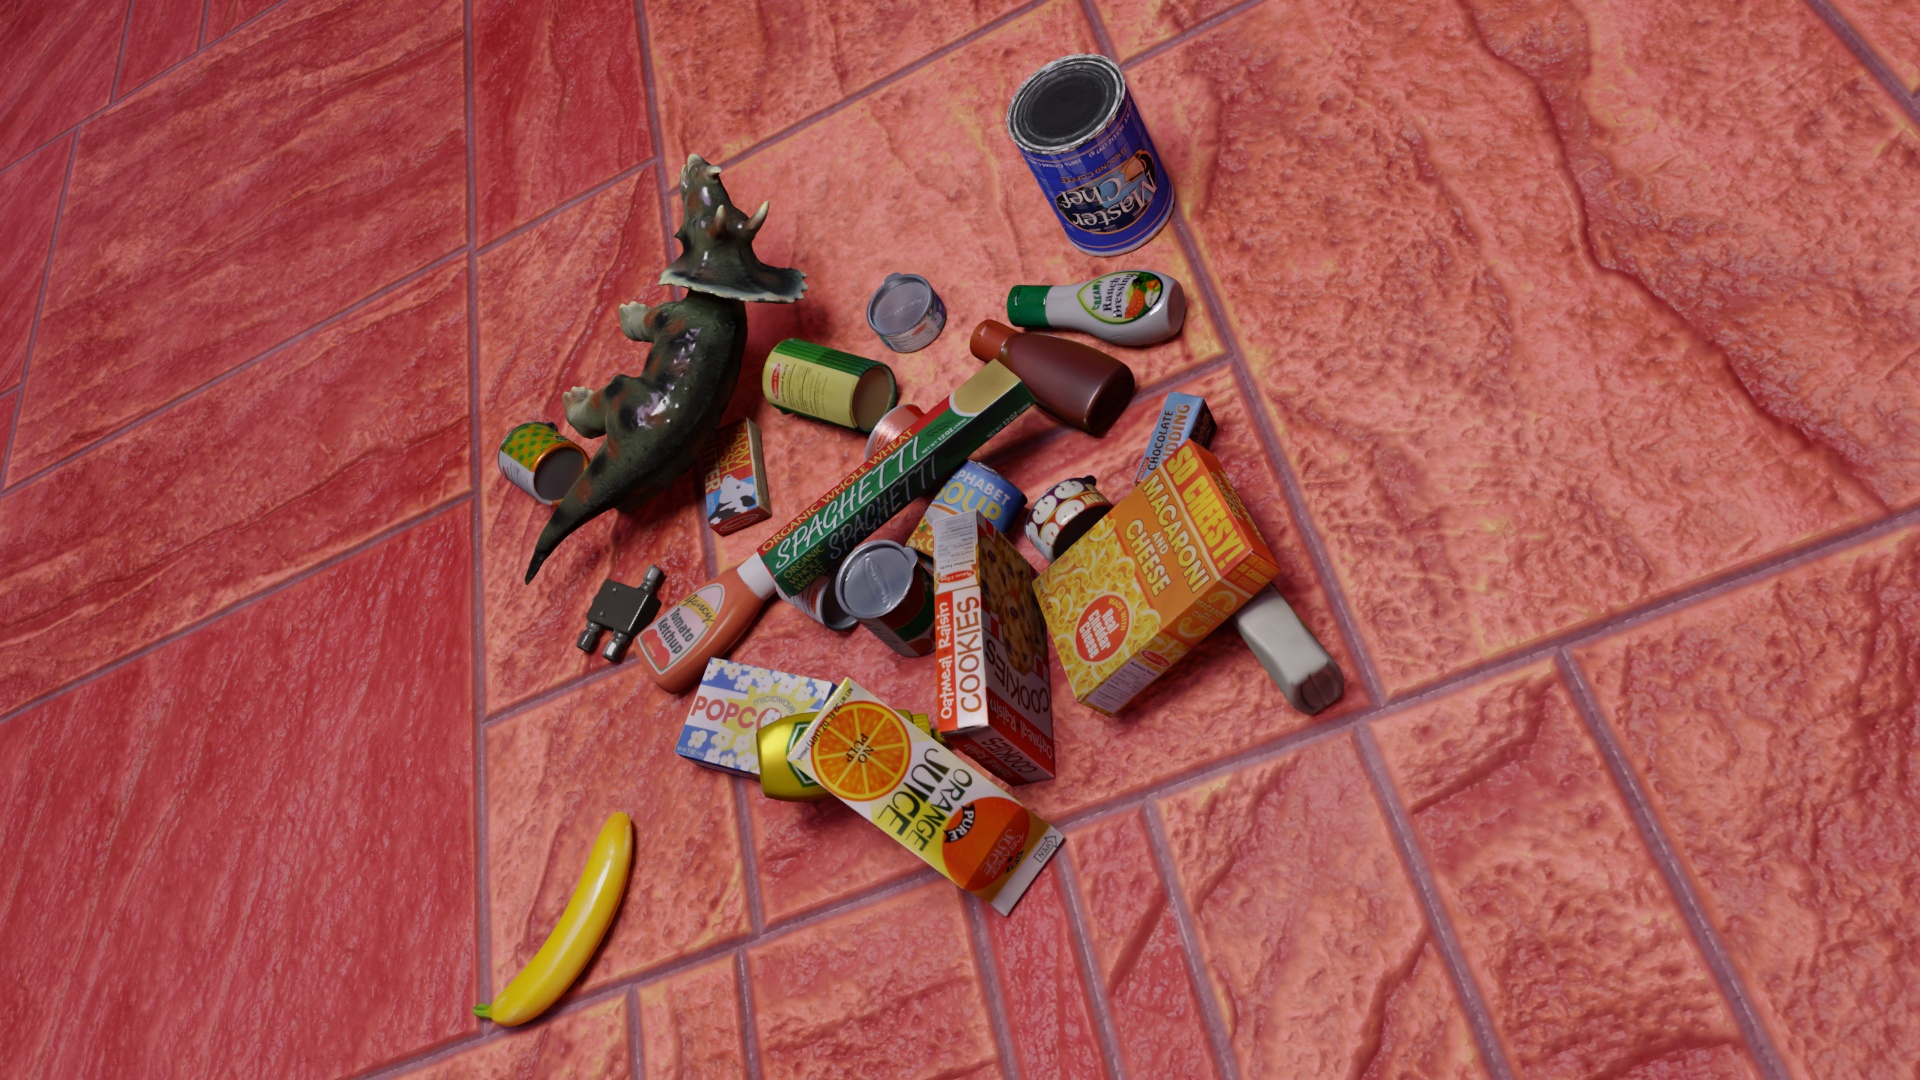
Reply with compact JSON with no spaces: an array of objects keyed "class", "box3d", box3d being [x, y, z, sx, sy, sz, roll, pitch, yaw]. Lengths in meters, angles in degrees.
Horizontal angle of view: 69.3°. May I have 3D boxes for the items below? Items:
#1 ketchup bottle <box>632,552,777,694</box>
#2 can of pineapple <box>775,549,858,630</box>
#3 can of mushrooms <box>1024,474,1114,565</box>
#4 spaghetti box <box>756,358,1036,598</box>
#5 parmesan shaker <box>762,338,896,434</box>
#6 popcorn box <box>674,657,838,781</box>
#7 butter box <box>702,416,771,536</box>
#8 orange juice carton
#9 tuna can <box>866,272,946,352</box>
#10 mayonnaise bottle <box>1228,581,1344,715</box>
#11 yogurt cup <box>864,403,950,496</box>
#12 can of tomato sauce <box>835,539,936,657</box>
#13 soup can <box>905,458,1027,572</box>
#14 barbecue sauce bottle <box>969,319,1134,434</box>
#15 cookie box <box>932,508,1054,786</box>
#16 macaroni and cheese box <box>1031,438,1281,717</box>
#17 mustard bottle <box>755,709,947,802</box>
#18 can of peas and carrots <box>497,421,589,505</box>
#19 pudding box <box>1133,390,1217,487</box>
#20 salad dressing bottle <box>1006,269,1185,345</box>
[{"class":"ketchup bottle","box3d":[-0.206,0.062,1.180,0.149,0.043,0.065,-40,54,1]},{"class":"can of pineapple","box3d":[-0.107,0.032,1.135,0.058,0.071,0.071,28,79,35]},{"class":"can of mushrooms","box3d":[0.086,-0.015,1.062,0.071,0.071,0.033,-42,54,1]},{"class":"spaghetti box","box3d":[-0.052,-0.050,1.093,0.250,0.028,0.050,-39,37,-3]},{"class":"parmesan shaker","box3d":[-0.115,-0.134,1.230,0.103,0.071,0.071,19,74,32]},{"class":"popcorn box","box3d":[-0.158,0.147,1.112,0.127,0.038,0.085,8,68,29]},{"class":"butter box","box3d":[-0.204,-0.059,1.256,0.053,0.024,0.104,-21,57,14]},{"class":"orange juice carton","box3d":[-0.024,0.180,0.978,0.193,0.073,0.072,36,82,-1]},{"class":"tuna can","box3d":[-0.049,-0.207,1.254,0.071,0.032,0.071,-12,60,21]},{"class":"mayonnaise bottle","box3d":[0.210,0.051,0.970,0.041,0.064,0.149,-34,51,5]},{"class":"yogurt cup","box3d":[-0.038,-0.073,1.158,0.054,0.072,0.072,34,82,27]},{"class":"can of tomato sauce","box3d":[-0.048,0.045,1.086,0.071,0.083,0.071,-12,60,21]},{"class":"soup can","box3d":[0.004,-0.014,1.099,0.071,0.071,0.084,23,77,34]},{"class":"barbecue sauce bottle","box3d":[0.071,-0.143,1.154,0.149,0.043,0.065,32,81,36]},{"class":"cookie box","box3d":[0.024,0.080,1.007,0.040,0.122,0.168,-14,59,21]},{"class":"macaroni and cheese box","box3d":[0.135,0.026,0.989,0.166,0.040,0.124,-44,40,23]},{"class":"mustard bottle","box3d":[-0.071,0.155,1.040,0.160,0.048,0.065,-9,77,-6]},{"class":"can of peas and carrots","box3d":[-0.398,-0.075,1.336,0.059,0.070,0.071,29,79,34]},{"class":"pudding box","box3d":[0.165,-0.067,1.062,0.030,0.049,0.084,14,71,30]},{"class":"salad dressing bottle","box3d":[0.111,-0.195,1.162,0.147,0.044,0.064,5,68,29]}]
